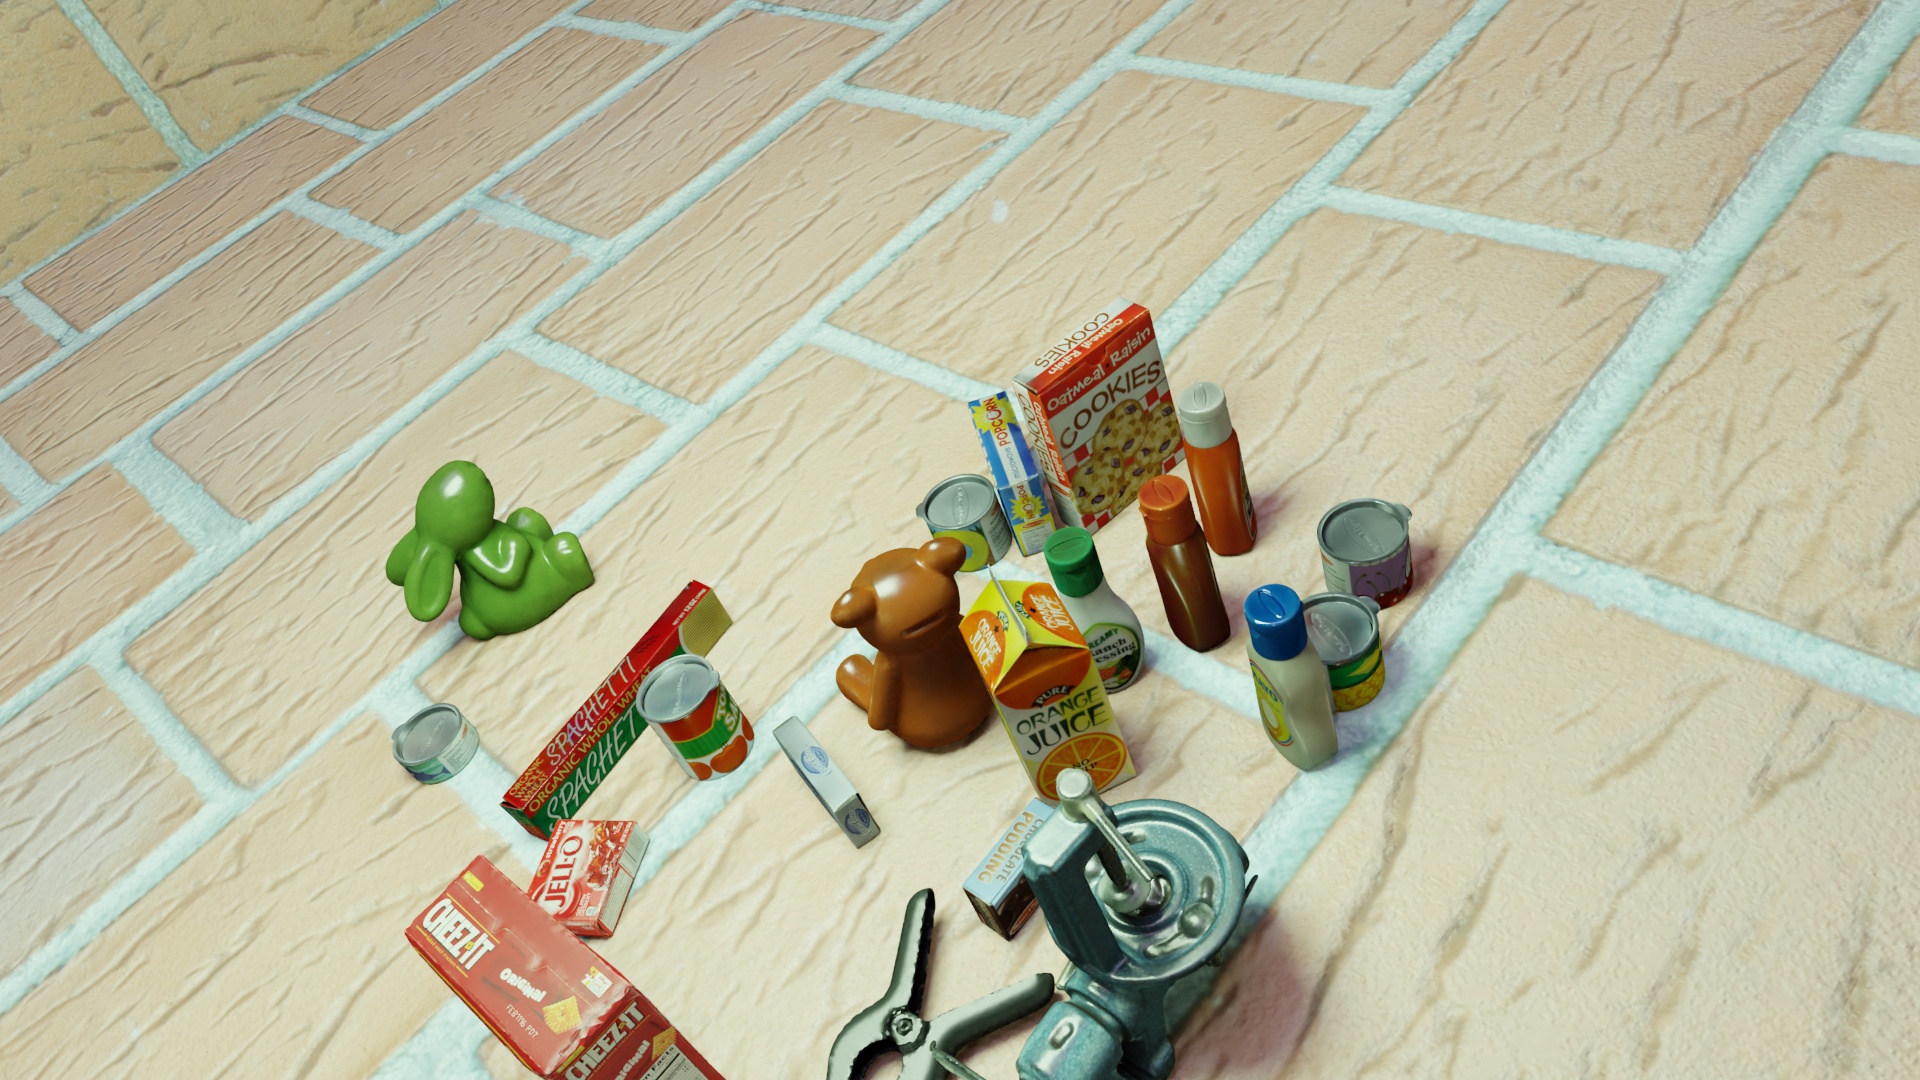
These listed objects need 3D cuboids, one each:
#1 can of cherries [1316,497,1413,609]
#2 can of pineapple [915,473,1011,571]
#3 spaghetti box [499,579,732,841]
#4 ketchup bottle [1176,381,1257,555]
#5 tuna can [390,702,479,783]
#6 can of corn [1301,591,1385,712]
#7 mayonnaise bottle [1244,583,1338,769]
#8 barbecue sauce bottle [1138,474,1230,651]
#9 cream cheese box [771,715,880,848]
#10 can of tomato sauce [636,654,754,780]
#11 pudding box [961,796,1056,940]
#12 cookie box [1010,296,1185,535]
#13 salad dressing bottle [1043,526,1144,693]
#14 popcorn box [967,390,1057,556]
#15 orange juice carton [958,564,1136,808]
[{"bbox_3d":[0.308,0.010,1.046,0.071,0.058,0.072,-12,43,12],"label":"can of cherries"},{"bbox_3d":[0.004,-0.015,1.202,0.071,0.057,0.071,-12,43,12],"label":"can of pineapple"},{"bbox_3d":[-0.286,0.140,1.175,0.029,0.050,0.251,15,54,34],"label":"spaghetti box"},{"bbox_3d":[0.201,-0.058,1.094,0.043,0.148,0.065,-10,44,14],"label":"ketchup bottle"},{"bbox_3d":[-0.464,0.179,1.226,0.071,0.032,0.071,-12,43,12],"label":"tuna can"},{"bbox_3d":[0.270,0.079,0.993,0.071,0.058,0.071,-12,43,12],"label":"can of corn"},{"bbox_3d":[0.220,0.090,0.937,0.041,0.147,0.065,-29,43,-6],"label":"mayonnaise bottle"},{"bbox_3d":[0.165,0.015,1.036,0.044,0.148,0.065,-26,42,-2],"label":"barbecue sauce bottle"},{"bbox_3d":[-0.102,0.182,1.052,0.024,0.053,0.104,-36,44,-13],"label":"cream cheese box"},{"bbox_3d":[-0.210,0.142,1.116,0.071,0.082,0.071,-12,43,12],"label":"can of tomato sauce"},{"bbox_3d":[0.042,0.224,0.950,0.030,0.049,0.084,22,59,38],"label":"pudding box"},{"bbox_3d":[0.120,-0.101,1.158,0.123,0.166,0.040,-39,45,-16],"label":"cookie box"},{"bbox_3d":[0.096,0.052,1.028,0.064,0.147,0.044,-21,42,3],"label":"salad dressing bottle"},{"bbox_3d":[0.046,-0.059,1.208,0.038,0.085,0.127,-21,42,3],"label":"popcorn box"},{"bbox_3d":[0.057,0.100,0.963,0.073,0.191,0.072,-25,42,-2],"label":"orange juice carton"}]
